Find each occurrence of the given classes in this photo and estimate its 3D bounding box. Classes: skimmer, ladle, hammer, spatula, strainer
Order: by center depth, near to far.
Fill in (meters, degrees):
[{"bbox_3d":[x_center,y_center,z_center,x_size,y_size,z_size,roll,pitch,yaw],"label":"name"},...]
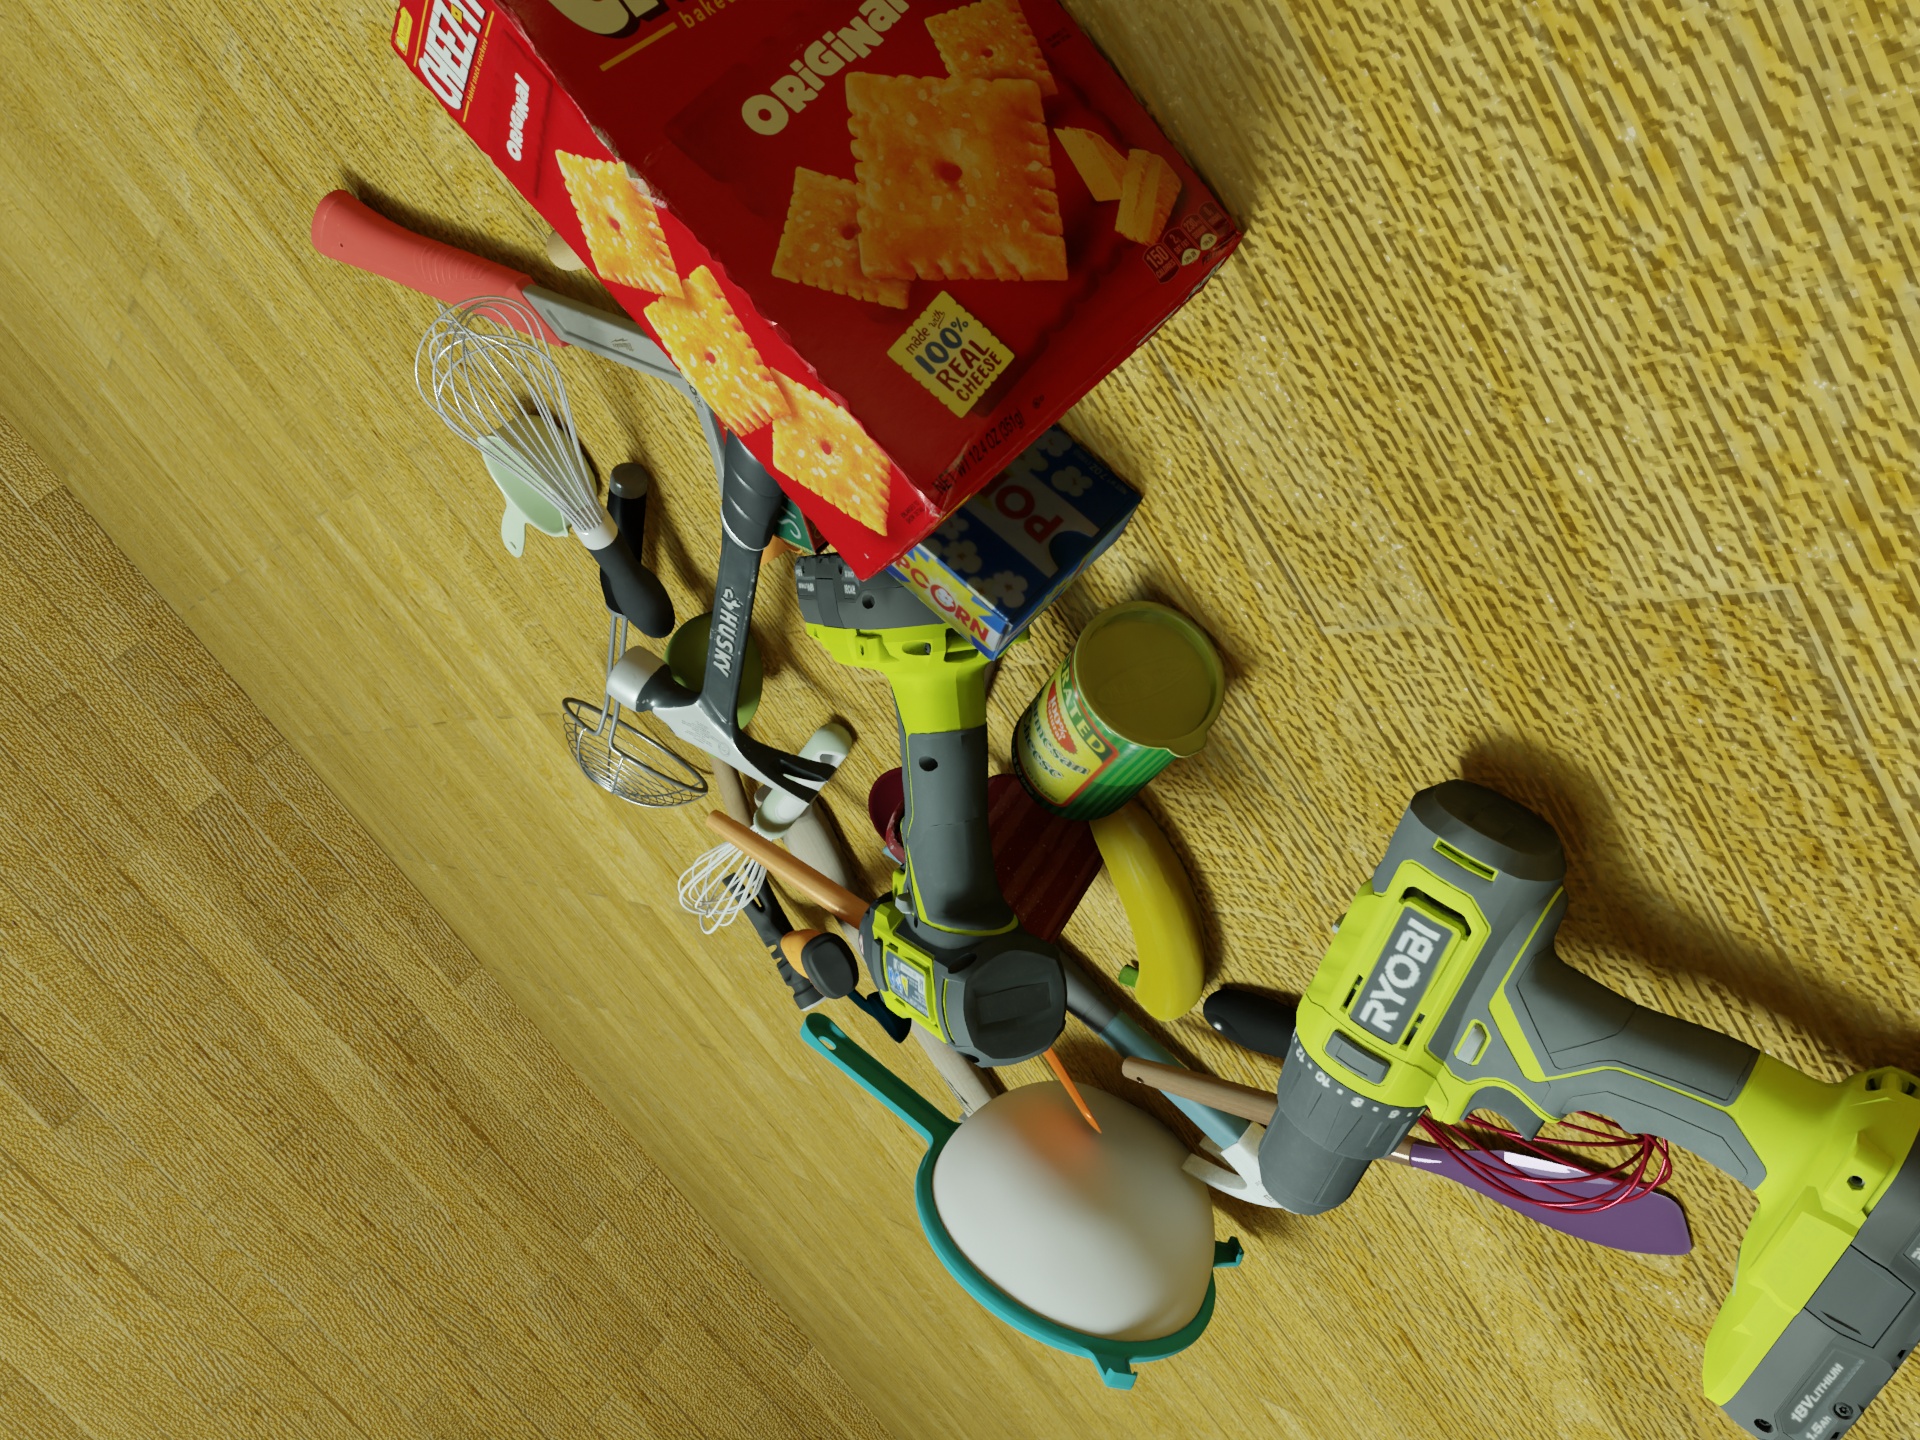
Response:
[{"bbox_3d":[-0.107,-0.084,0.804,0.149,0.036,0.408,33,148,6],"label":"hammer"},{"bbox_3d":[0.214,0.219,0.826,0.316,0.018,0.059,8,135,42],"label":"spatula"},{"bbox_3d":[-0.001,-0.003,0.850,0.069,0.031,0.315,25,150,3],"label":"ladle"},{"bbox_3d":[-0.250,-0.229,0.887,0.359,0.037,0.149,26,148,34],"label":"hammer"},{"bbox_3d":[0.082,0.176,0.978,0.331,0.033,0.128,41,153,11],"label":"hammer"},{"bbox_3d":[-0.036,0.153,1.009,0.323,0.041,0.081,32,169,14],"label":"spatula"},{"bbox_3d":[0.034,0.269,1.055,0.341,0.211,0.095,33,113,23],"label":"strainer"},{"bbox_3d":[-0.219,-0.056,1.099,0.127,0.090,0.363,34,142,12],"label":"skimmer"},{"bbox_3d":[-0.157,0.025,1.121,0.078,0.062,0.320,54,165,21],"label":"ladle"},{"bbox_3d":[-0.117,0.158,1.139,0.127,0.034,0.337,60,167,0],"label":"hammer"},{"bbox_3d":[-0.046,0.206,1.212,0.146,0.038,0.410,10,137,53],"label":"hammer"}]

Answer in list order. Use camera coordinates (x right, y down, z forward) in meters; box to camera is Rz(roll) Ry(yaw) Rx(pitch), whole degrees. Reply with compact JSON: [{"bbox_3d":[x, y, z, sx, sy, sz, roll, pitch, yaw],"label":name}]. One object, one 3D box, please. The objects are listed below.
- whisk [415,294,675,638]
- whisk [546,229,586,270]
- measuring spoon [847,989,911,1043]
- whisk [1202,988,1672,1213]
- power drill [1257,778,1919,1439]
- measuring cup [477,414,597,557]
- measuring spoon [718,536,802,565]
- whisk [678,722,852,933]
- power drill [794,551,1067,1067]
[{"bbox_3d":[-0.218,-0.130,0.895,0.070,0.070,0.284,31,162,28],"label":"whisk"},{"bbox_3d":[-0.127,-0.206,0.653,0.245,0.047,0.051,17,142,57],"label":"whisk"},{"bbox_3d":[-0.065,0.206,1.188,0.042,0.021,0.129,62,163,-17],"label":"measuring spoon"},{"bbox_3d":[0.207,0.166,0.752,0.073,0.073,0.296,55,159,-18],"label":"whisk"},{"bbox_3d":[0.231,0.154,0.593,0.229,0.080,0.190,31,116,24],"label":"power drill"},{"bbox_3d":[-0.279,-0.147,1.049,0.083,0.038,0.167,48,156,-3],"label":"measuring cup"},{"bbox_3d":[-0.112,-0.100,0.900,0.021,0.011,0.117,53,157,-17],"label":"measuring spoon"},{"bbox_3d":[-0.131,0.074,1.072,0.057,0.059,0.246,14,141,-24],"label":"whisk"},{"bbox_3d":[-0.018,0.031,0.737,0.171,0.080,0.223,-167,70,-68],"label":"power drill"}]
